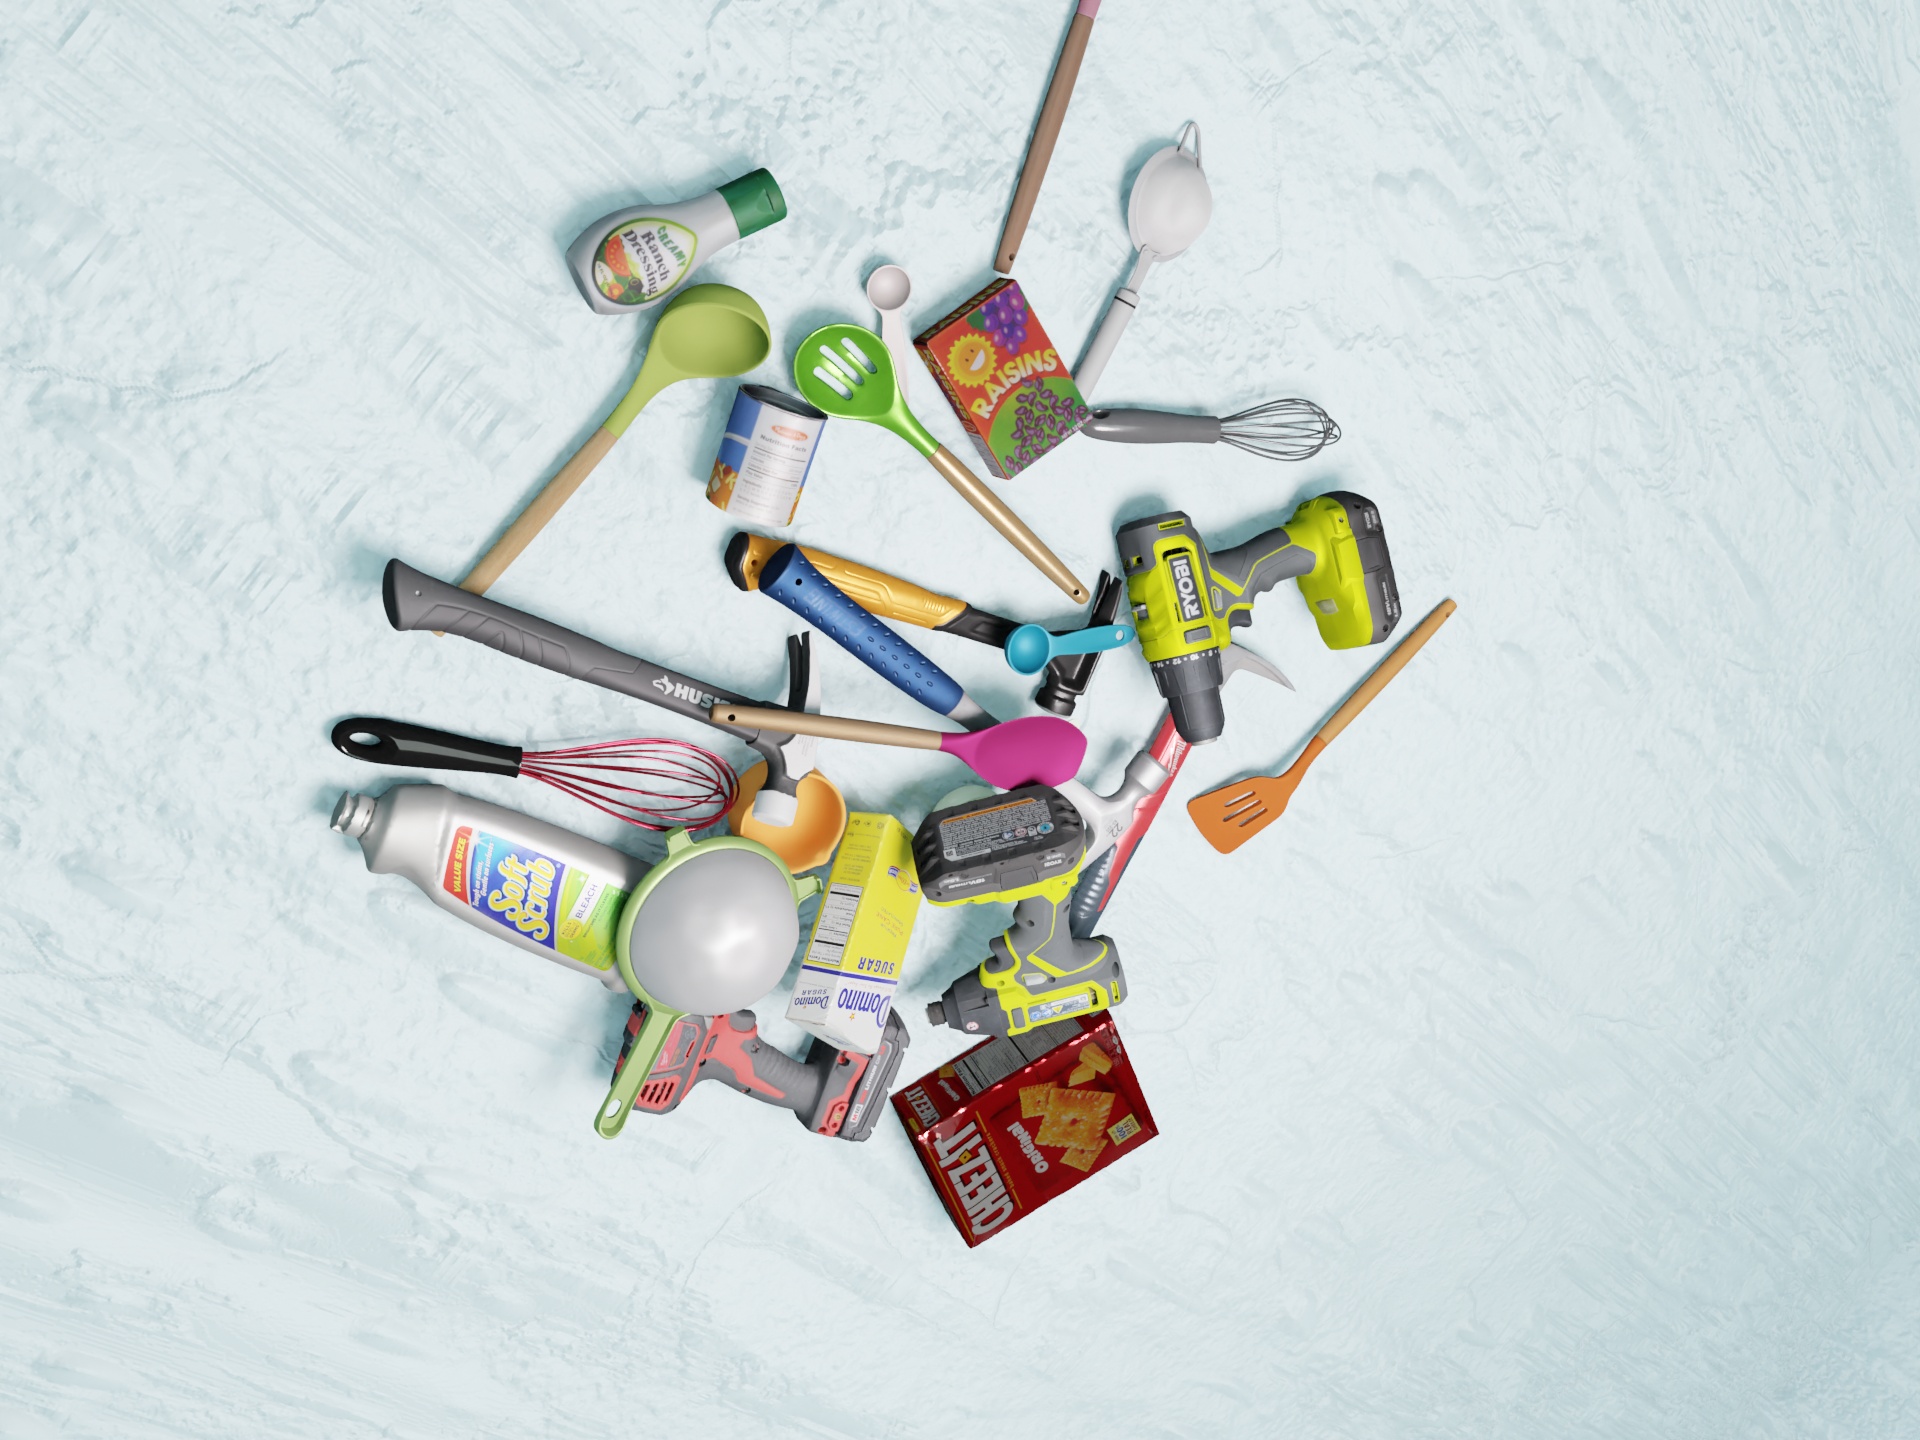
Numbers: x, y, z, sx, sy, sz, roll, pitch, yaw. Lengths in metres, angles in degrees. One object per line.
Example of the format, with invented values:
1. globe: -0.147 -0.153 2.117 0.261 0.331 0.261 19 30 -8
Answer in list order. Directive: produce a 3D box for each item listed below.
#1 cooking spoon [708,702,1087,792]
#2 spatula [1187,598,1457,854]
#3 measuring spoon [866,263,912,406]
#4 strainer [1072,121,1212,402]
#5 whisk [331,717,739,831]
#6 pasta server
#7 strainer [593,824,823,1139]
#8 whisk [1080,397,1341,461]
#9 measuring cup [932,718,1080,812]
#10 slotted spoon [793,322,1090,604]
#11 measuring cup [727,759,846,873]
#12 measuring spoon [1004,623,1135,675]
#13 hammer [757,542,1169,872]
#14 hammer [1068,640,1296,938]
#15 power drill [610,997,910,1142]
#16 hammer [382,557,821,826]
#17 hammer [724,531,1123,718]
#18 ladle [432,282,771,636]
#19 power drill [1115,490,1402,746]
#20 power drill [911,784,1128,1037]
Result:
1. cooking spoon: -0.040 0.012 1.215 0.318 0.017 0.068 8 113 -28
2. spatula: 0.347 -0.001 1.488 0.322 0.041 0.081 -45 124 -7
3. measuring spoon: -0.052 -0.276 1.172 0.034 0.018 0.124 -12 124 -15
4. strainer: 0.135 -0.332 1.224 0.086 0.050 0.258 13 109 -46
5. whisk: -0.303 0.035 1.161 0.295 0.073 0.073 11 107 -23
6. pasta server: 0.084 -0.473 1.135 0.060 0.040 0.316 6 111 -40
7. strainer: -0.202 0.214 1.200 0.151 0.069 0.256 26 92 -40
8. whisk: 0.205 -0.240 1.297 0.239 0.055 0.055 -2 113 -20
9. measuring cup: 0.038 0.058 1.351 0.167 0.038 0.083 -49 123 -2
10. slotted spoon: -0.006 -0.187 1.205 0.070 0.031 0.313 -43 119 13
11. measuring cup: -0.173 0.098 1.255 0.173 0.052 0.095 -39 124 -5
12. measuring spoon: 0.087 -0.064 1.294 0.128 0.021 0.042 -10 107 -32
13. hammer: -0.002 -0.004 1.259 0.405 0.035 0.144 37 93 -33
14. hammer: 0.161 0.104 1.432 0.143 0.038 0.386 20 102 -33
15. power drill: -0.159 0.247 1.316 0.226 0.080 0.188 19 96 -27
16. hammer: -0.245 -0.041 1.129 0.334 0.035 0.146 22 72 -31
17. hammer: -0.026 -0.096 1.251 0.336 0.034 0.127 14 106 -31
18. ladle: -0.253 -0.173 1.092 0.320 0.062 0.078 -48 143 3
19. power drill: 0.250 -0.093 1.334 0.228 0.080 0.190 -15 92 -22
20. power drill: 0.039 0.170 1.306 0.171 0.080 0.223 -14 129 -1
